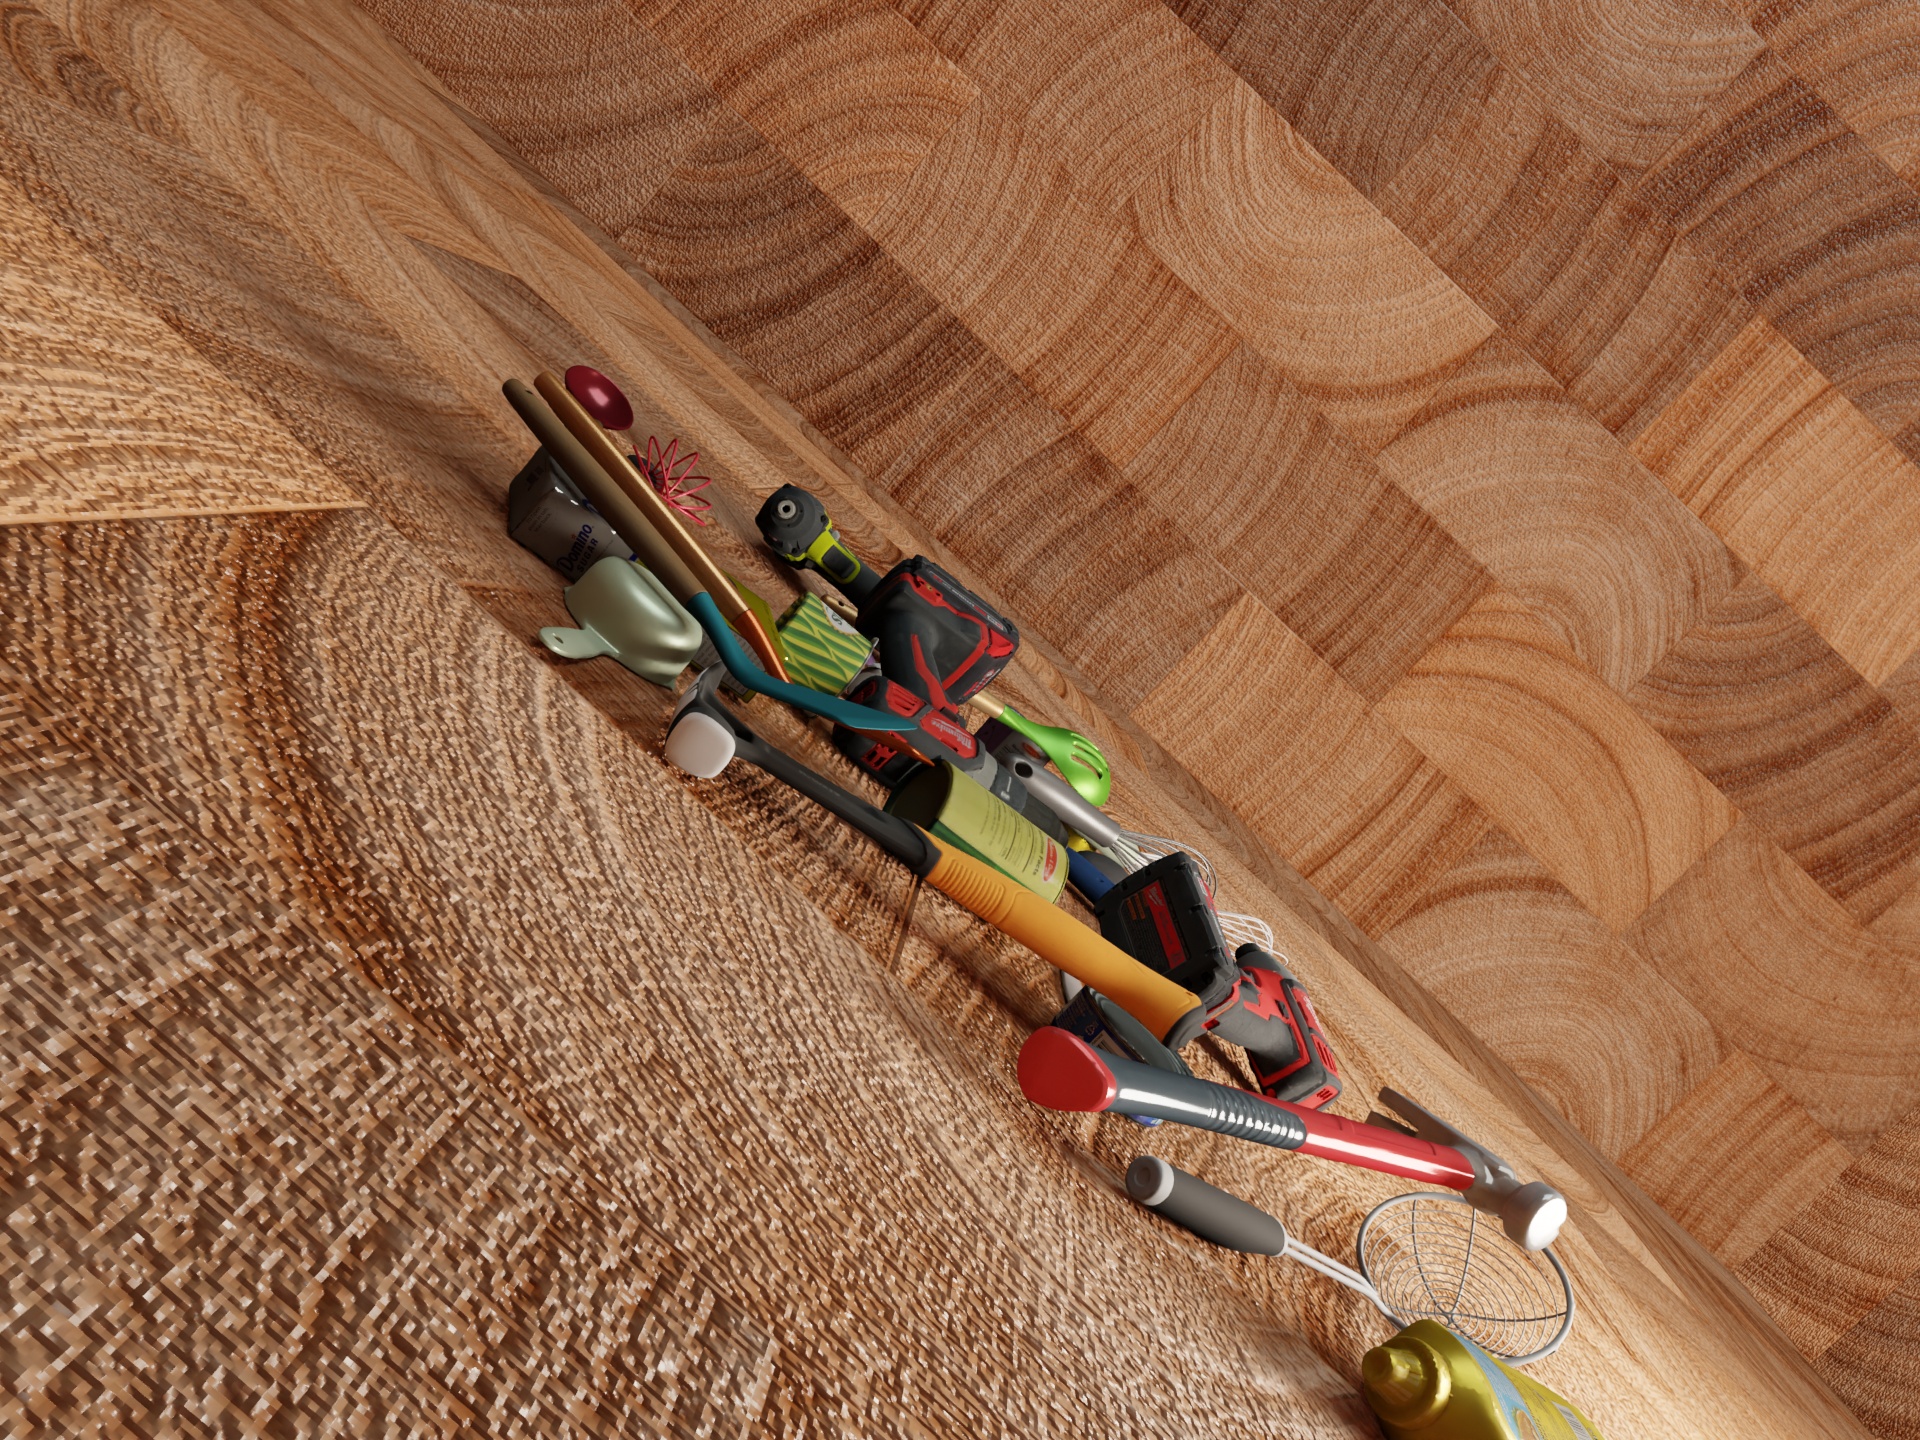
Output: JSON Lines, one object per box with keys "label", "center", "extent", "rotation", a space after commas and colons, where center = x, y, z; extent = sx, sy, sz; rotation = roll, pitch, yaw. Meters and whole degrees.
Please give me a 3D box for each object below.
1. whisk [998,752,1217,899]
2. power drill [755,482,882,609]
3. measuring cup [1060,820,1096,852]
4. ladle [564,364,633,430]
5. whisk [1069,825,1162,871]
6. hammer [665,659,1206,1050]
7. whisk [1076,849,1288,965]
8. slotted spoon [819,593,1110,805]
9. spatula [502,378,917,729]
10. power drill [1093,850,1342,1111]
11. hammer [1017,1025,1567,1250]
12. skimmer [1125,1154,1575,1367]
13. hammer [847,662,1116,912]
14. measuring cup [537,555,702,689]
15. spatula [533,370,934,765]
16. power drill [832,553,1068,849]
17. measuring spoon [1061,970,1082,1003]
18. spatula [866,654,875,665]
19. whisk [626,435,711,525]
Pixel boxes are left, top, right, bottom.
{"label": "whisk", "center": [0.120, 0.088, 1.265], "extent": [0.238, 0.055, 0.055], "rotation": [34, 11, -27]}
{"label": "power drill", "center": [-0.087, -0.121, 1.431], "extent": [0.223, 0.080, 0.171], "rotation": [41, -2, 1]}
{"label": "measuring cup", "center": [0.083, 0.073, 1.455], "extent": [0.062, 0.029, 0.157], "rotation": [37, 12, -36]}
{"label": "ladle", "center": [-0.285, -0.222, 1.241], "extent": [0.069, 0.031, 0.316], "rotation": [36, 12, -24]}
{"label": "whisk", "center": [0.151, 0.121, 1.408], "extent": [0.058, 0.059, 0.246], "rotation": [9, -20, 38]}
{"label": "hammer", "center": [-0.008, 0.079, 0.861], "extent": [0.336, 0.034, 0.127], "rotation": [34, 11, -12]}
{"label": "whisk", "center": [0.192, 0.173, 1.405], "extent": [0.284, 0.070, 0.070], "rotation": [30, 14, -36]}
{"label": "slotted spoon", "center": [0.012, -0.019, 1.315], "extent": [0.313, 0.031, 0.070], "rotation": [32, 35, -24]}
{"label": "spatula", "center": [-0.152, -0.091, 0.872], "extent": [0.318, 0.044, 0.082], "rotation": [47, 17, 17]}
{"label": "power drill", "center": [0.193, 0.191, 1.155], "extent": [0.219, 0.078, 0.143], "rotation": [40, 25, -41]}
{"label": "hammer", "center": [0.172, 0.216, 0.873], "extent": [0.386, 0.038, 0.143], "rotation": [23, 4, -36]}
{"label": "skimmer", "center": [0.219, 0.276, 0.871], "extent": [0.362, 0.090, 0.127], "rotation": [36, 10, -40]}
{"label": "hammer", "center": [0.073, 0.098, 1.275], "extent": [0.405, 0.035, 0.144], "rotation": [43, 9, 1]}
{"label": "measuring cup", "center": [-0.181, -0.054, 0.836], "extent": [0.083, 0.038, 0.167], "rotation": [43, 6, 0]}
{"label": "spatula", "center": [-0.134, -0.084, 0.919], "extent": [0.322, 0.041, 0.081], "rotation": [50, -2, 4]}
{"label": "power drill", "center": [-0.002, -0.004, 1.155], "extent": [0.187, 0.080, 0.227], "rotation": [36, 27, -21]}
{"label": "measuring spoon", "center": [0.077, 0.165, 1.013], "extent": [0.034, 0.018, 0.124], "rotation": [42, 9, -11]}
{"label": "spatula", "center": [-0.098, -0.052, 1.284], "extent": [0.059, 0.018, 0.316], "rotation": [43, 7, -6]}
{"label": "whisk", "center": [-0.220, -0.169, 1.126], "extent": [0.073, 0.073, 0.296], "rotation": [40, -1, -19]}
